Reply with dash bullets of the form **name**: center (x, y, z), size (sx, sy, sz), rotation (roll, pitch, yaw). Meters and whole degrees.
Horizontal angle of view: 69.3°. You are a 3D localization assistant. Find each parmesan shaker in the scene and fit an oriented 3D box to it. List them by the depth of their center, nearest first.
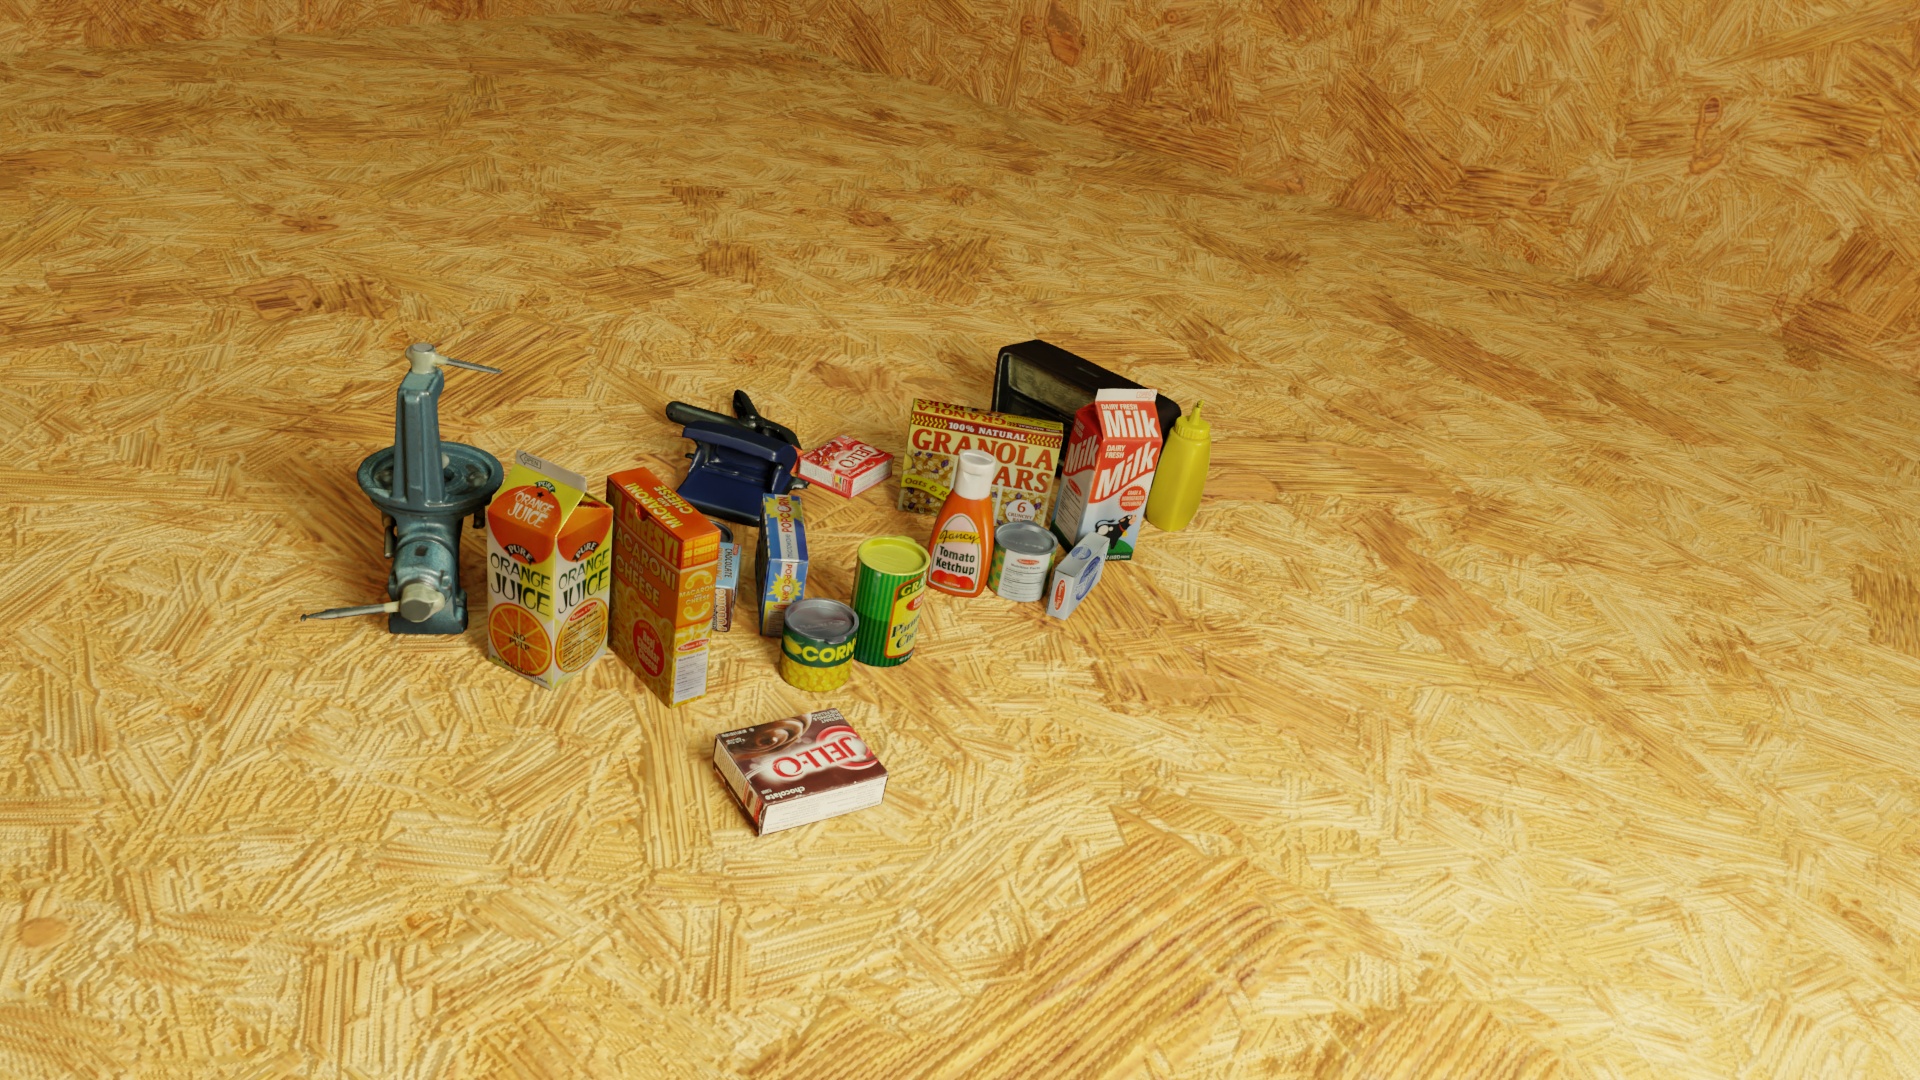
- **parmesan shaker**: center (-0.067, 0.055, 1.271), size (0.071, 0.102, 0.071), rotation (8, 29, -4)

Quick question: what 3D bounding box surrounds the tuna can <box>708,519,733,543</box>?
- **tuna can**: center (-0.260, 0.008, 1.365), size (0.071, 0.032, 0.071), rotation (8, 29, -4)

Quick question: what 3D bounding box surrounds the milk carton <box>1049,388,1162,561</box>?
- **milk carton**: center (0.158, -0.076, 1.485), size (0.072, 0.189, 0.074), rotation (-2, 31, -22)

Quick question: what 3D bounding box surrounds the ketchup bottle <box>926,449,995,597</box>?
- **ketchup bottle**: center (0.005, -0.017, 1.376), size (0.065, 0.148, 0.044), rotation (14, 29, 7)

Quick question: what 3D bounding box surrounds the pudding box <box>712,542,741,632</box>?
- **pudding box**: center (-0.224, 0.042, 1.299), size (0.030, 0.049, 0.084), rotation (7, 29, -7)

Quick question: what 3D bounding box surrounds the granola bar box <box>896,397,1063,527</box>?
- **granola bar box**: center (0.020, -0.080, 1.517), size (0.166, 0.123, 0.039), rotation (9, 29, -2)

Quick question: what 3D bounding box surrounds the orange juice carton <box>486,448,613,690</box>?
- **orange juice carton**: center (-0.342, 0.020, 1.155), size (0.072, 0.191, 0.073), rotation (21, 31, 19)

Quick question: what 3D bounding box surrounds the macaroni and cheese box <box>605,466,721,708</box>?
- **macaroni and cheese box**: center (-0.257, 0.040, 1.174), size (0.040, 0.165, 0.124), rotation (-17, 39, -39)

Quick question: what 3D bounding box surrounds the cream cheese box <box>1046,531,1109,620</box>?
- **cream cheese box**: center (0.120, 0.035, 1.417), size (0.024, 0.053, 0.104), rotation (21, 31, 18)

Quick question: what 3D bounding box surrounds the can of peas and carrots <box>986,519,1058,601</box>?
- **can of peas and carrots**: center (0.062, 0.020, 1.420), size (0.071, 0.058, 0.071), rotation (8, 29, -4)

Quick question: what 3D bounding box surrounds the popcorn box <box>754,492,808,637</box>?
- **popcorn box**: center (-0.171, 0.022, 1.315), size (0.038, 0.084, 0.127), rotation (3, 30, -13)

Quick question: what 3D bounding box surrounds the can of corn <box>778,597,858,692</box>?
- **can of corn**: center (-0.125, 0.094, 1.230), size (0.071, 0.058, 0.071), rotation (8, 29, -4)

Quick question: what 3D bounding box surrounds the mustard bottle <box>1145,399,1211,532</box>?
- **mustard bottle**: center (0.253, -0.089, 1.570), size (0.049, 0.159, 0.065), rotation (29, 34, 30)
